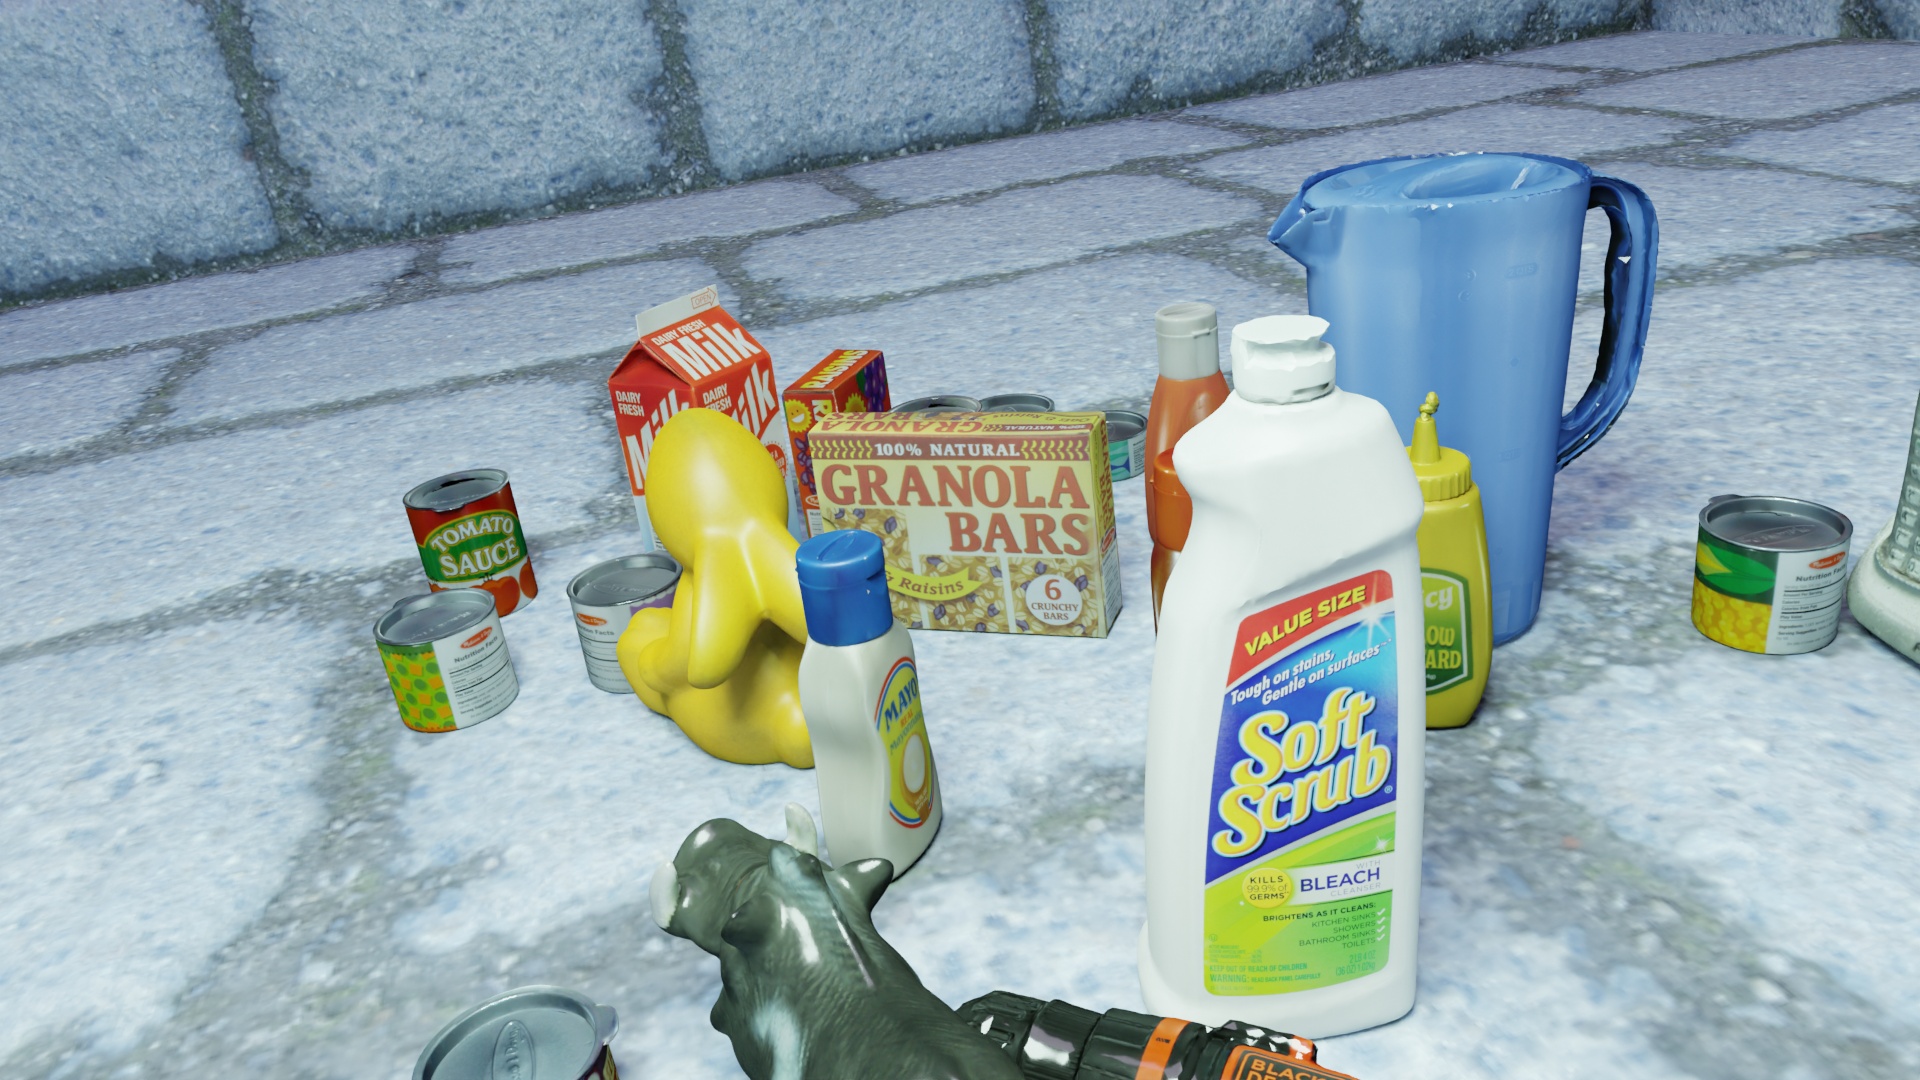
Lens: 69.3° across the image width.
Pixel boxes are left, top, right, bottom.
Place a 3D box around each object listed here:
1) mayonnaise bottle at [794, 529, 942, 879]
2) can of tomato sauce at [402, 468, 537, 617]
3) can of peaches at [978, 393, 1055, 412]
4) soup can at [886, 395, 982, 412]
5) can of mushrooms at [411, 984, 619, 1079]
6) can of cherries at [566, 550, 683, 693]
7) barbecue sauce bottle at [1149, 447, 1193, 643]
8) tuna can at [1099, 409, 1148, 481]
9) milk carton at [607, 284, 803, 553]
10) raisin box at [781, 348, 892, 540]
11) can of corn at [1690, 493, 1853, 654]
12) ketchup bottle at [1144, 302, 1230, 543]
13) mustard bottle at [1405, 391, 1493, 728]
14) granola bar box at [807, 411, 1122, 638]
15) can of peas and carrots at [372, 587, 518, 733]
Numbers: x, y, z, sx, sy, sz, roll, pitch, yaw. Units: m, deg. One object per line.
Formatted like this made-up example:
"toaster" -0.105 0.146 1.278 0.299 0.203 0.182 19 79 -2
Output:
"mayonnaise bottle" -0.041 0.069 0.593 0.041 0.147 0.065 4 26 24
"can of tomato sauce" -0.316 0.004 0.902 0.071 0.082 0.071 -6 23 3
"can of peaches" 0.034 -0.067 0.990 0.071 0.057 0.071 -6 24 3
"soup can" -0.016 -0.047 0.927 0.071 0.083 0.071 -6 23 3
"can of mushrooms" -0.153 0.192 0.490 0.071 0.033 0.071 -6 24 3
"can of cherries" -0.185 0.046 0.799 0.071 0.058 0.072 -6 24 3
"barbecue sauce bottle" 0.110 0.031 0.635 0.043 0.148 0.065 2 25 21
"tuna can" 0.102 -0.068 1.004 0.071 0.032 0.071 -6 24 3
"milk carton" -0.157 -0.057 0.859 0.073 0.189 0.073 8 28 32
"raisin box" -0.074 -0.055 0.913 0.040 0.123 0.086 2 25 21
"can of corn" 0.402 0.016 0.694 0.071 0.058 0.071 -6 24 3
"ketchup bottle" 0.142 -0.069 0.849 0.065 0.148 0.043 -14 24 -16
"mustard bottle" 0.211 0.009 0.639 0.065 0.159 0.049 0 25 18
"granola bar box" 0.003 -0.010 0.788 0.165 0.123 0.039 1 25 19
"can of peas and carrots" -0.291 0.066 0.783 0.071 0.058 0.071 -6 24 3
